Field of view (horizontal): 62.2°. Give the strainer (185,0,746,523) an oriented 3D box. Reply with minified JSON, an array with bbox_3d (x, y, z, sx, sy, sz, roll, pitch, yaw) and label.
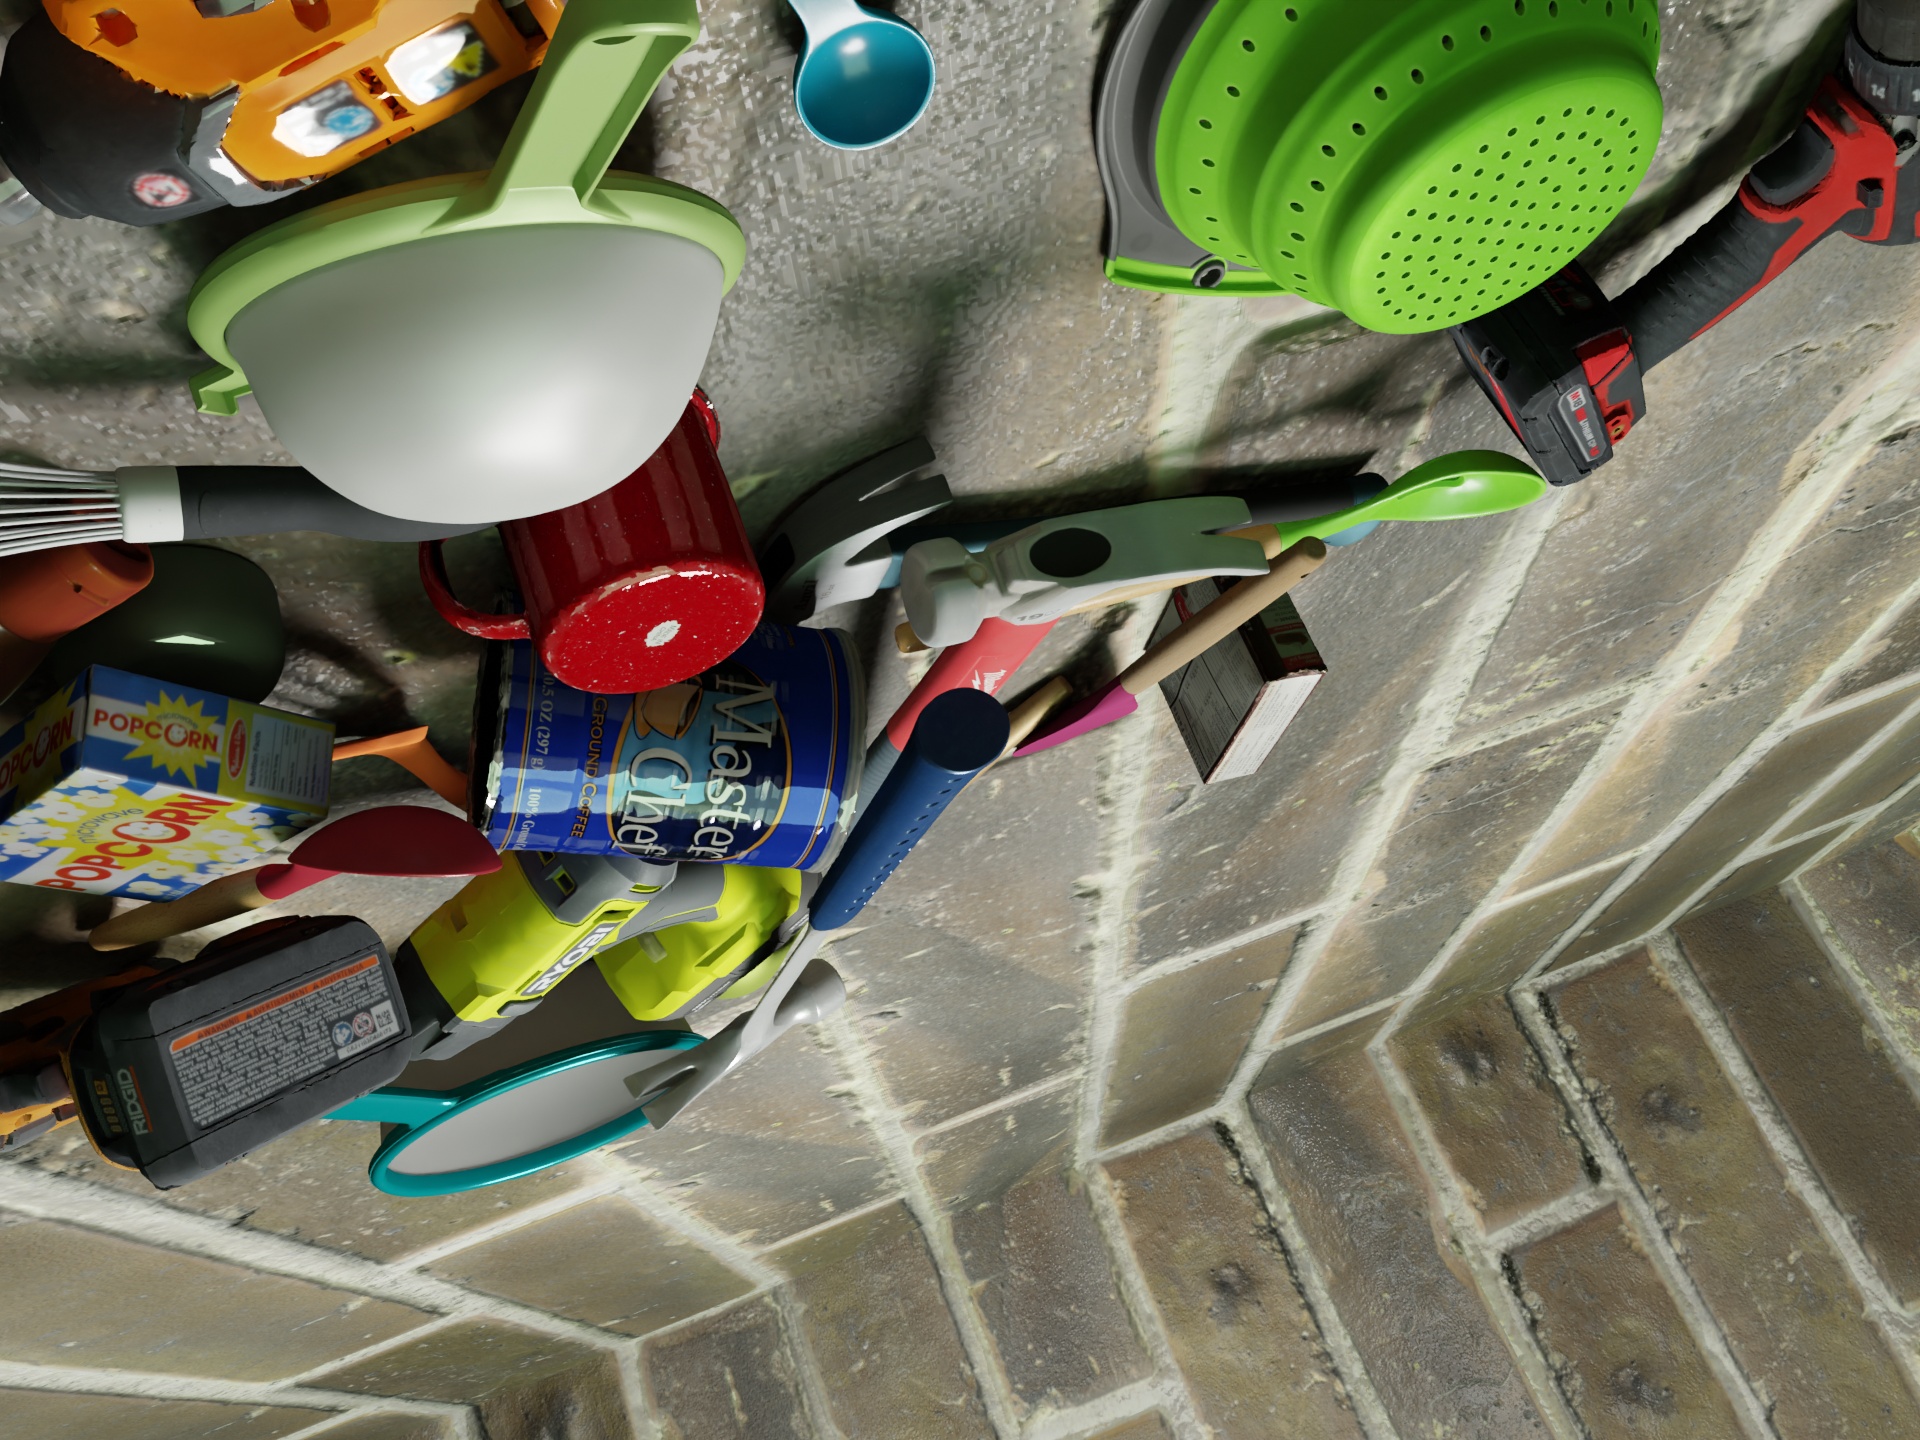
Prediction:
[{"bbox_3d":[-0.105,-0.097,0.398,0.151,0.069,0.256,-13,-179,-26],"label":"strainer"}]

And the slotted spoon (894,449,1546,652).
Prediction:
[{"bbox_3d":[0.121,-0.078,0.728,0.313,0.031,0.070,-16,171,-10],"label":"slotted spoon"}]

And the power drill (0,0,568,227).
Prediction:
[{"bbox_3d":[-0.173,-0.179,0.286,0.164,0.084,0.226,-25,160,5],"label":"power drill"}]

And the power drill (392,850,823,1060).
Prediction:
[{"bbox_3d":[-0.175,0.102,0.786,0.171,0.080,0.223,-41,164,14],"label":"power drill"}]

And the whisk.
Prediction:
[{"bbox_3d":[-0.267,-0.059,0.454,0.284,0.070,0.070,-7,151,-30],"label":"whisk"}]

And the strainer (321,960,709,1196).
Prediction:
[{"bbox_3d":[-0.287,0.189,0.915,0.211,0.095,0.340,-31,156,13],"label":"strainer"}]

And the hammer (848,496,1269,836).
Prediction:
[{"bbox_3d":[-0.001,-0.002,0.749,0.143,0.038,0.386,-12,166,-21],"label":"hammer"}]

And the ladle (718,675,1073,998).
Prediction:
[{"bbox_3d":[-0.059,0.068,0.950,0.320,0.062,0.078,-41,152,21],"label":"ladle"}]

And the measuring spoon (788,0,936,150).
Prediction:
[{"bbox_3d":[-0.044,-0.207,0.422,0.042,0.021,0.128,-26,147,8],"label":"measuring spoon"}]

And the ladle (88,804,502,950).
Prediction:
[{"bbox_3d":[-0.288,0.070,0.643,0.315,0.031,0.069,-16,167,40],"label":"ladle"}]

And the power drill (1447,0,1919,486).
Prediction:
[{"bbox_3d":[0.313,-0.210,0.648,0.226,0.080,0.187,-34,154,17],"label":"power drill"}]

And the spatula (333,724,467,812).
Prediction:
[{"bbox_3d":[-0.225,0.048,0.752,0.081,0.041,0.322,-11,159,11],"label":"spatula"}]

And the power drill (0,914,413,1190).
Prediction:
[{"bbox_3d":[-0.369,0.149,0.671,0.226,0.084,0.185,-12,-173,34],"label":"power drill"}]

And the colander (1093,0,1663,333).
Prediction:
[{"bbox_3d":[0.187,-0.238,0.454,0.204,0.095,0.397,-7,151,-32],"label":"colander"}]

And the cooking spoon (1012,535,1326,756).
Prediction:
[{"bbox_3d":[0.100,-0.029,0.824,0.068,0.017,0.319,-16,170,-24],"label":"cooking spoon"}]

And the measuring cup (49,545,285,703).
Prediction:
[{"bbox_3d":[-0.308,0.001,0.583,0.167,0.038,0.083,-41,150,30],"label":"measuring cup"}]

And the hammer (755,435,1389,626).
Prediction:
[{"bbox_3d":[0.063,-0.085,0.738,0.331,0.033,0.128,-10,154,-28],"label":"hammer"}]

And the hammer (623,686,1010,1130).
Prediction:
[{"bbox_3d":[-0.069,0.101,0.772,0.144,0.035,0.405,-31,166,-32],"label":"hammer"}]
